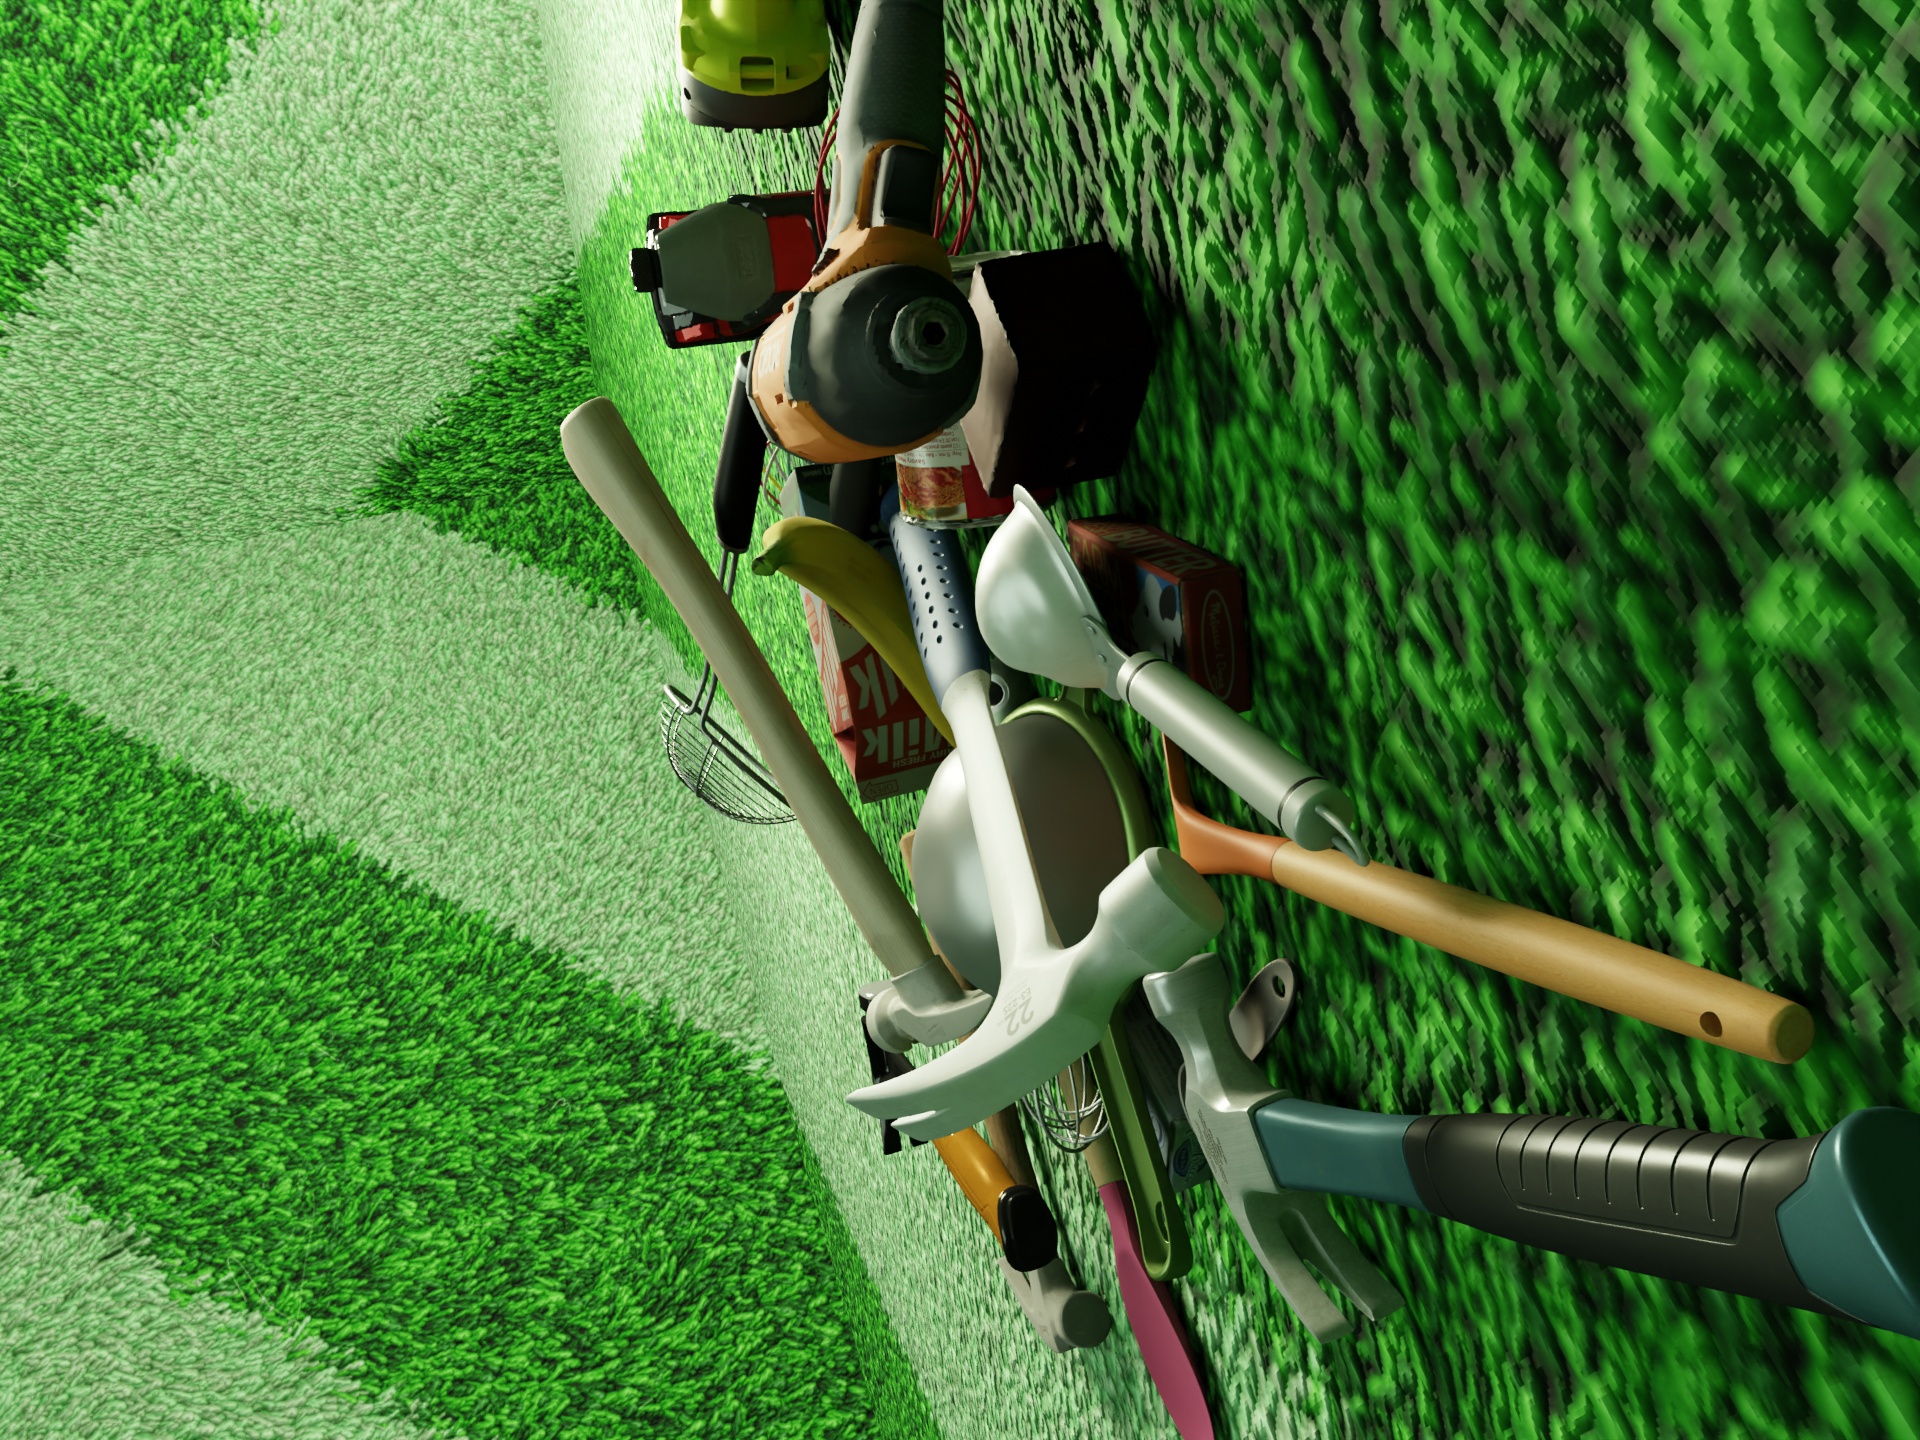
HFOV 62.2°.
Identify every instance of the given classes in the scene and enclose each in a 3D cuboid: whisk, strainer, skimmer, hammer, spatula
[{"bbox_3d":[-0.040,-0.179,0.751,0.295,0.073,0.073,106,149,-55],"label":"whisk"},{"bbox_3d":[0.055,-0.016,0.519,0.259,0.050,0.086,46,164,58],"label":"strainer"},{"bbox_3d":[-0.125,-0.071,0.977,0.127,0.090,0.363,42,137,26],"label":"skimmer"},{"bbox_3d":[-0.001,-0.002,0.665,0.035,0.144,0.406,35,-159,-26],"label":"hammer"},{"bbox_3d":[0.031,0.110,0.674,0.151,0.069,0.257,-52,46,49],"label":"strainer"},{"bbox_3d":[0.018,0.227,1.006,0.130,0.031,0.331,114,141,-67],"label":"hammer"},{"bbox_3d":[0.039,0.090,0.781,0.058,0.059,0.246,-8,91,39],"label":"whisk"},{"bbox_3d":[0.135,0.119,0.427,0.331,0.033,0.128,141,110,-73],"label":"hammer"},{"bbox_3d":[-0.007,0.267,1.002,0.337,0.034,0.127,-159,59,-73],"label":"hammer"},{"bbox_3d":[-0.103,-0.138,1.063,0.244,0.047,0.051,84,175,-74],"label":"whisk"},{"bbox_3d":[0.118,0.044,0.467,0.323,0.041,0.081,-163,62,-69],"label":"spatula"},{"bbox_3d":[-0.102,-0.004,0.889,0.410,0.038,0.146,59,146,2],"label":"hammer"}]

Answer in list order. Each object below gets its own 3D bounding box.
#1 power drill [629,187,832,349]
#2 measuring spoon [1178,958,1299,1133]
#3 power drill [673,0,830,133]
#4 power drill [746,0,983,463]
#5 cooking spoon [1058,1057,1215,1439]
[{"bbox_3d":[-0.108,-0.242,0.847,0.220,0.143,0.078,-139,41,-71],"label":"power drill"},{"bbox_3d":[0.109,0.123,0.598,0.124,0.018,0.034,106,147,-50],"label":"measuring spoon"},{"bbox_3d":[-0.101,-0.417,0.764,0.223,0.080,0.171,102,163,-59],"label":"power drill"},{"bbox_3d":[-0.016,-0.198,0.515,0.164,0.084,0.226,-154,73,-72],"label":"power drill"},{"bbox_3d":[0.069,0.213,0.819,0.068,0.017,0.319,109,145,-62],"label":"cooking spoon"}]
